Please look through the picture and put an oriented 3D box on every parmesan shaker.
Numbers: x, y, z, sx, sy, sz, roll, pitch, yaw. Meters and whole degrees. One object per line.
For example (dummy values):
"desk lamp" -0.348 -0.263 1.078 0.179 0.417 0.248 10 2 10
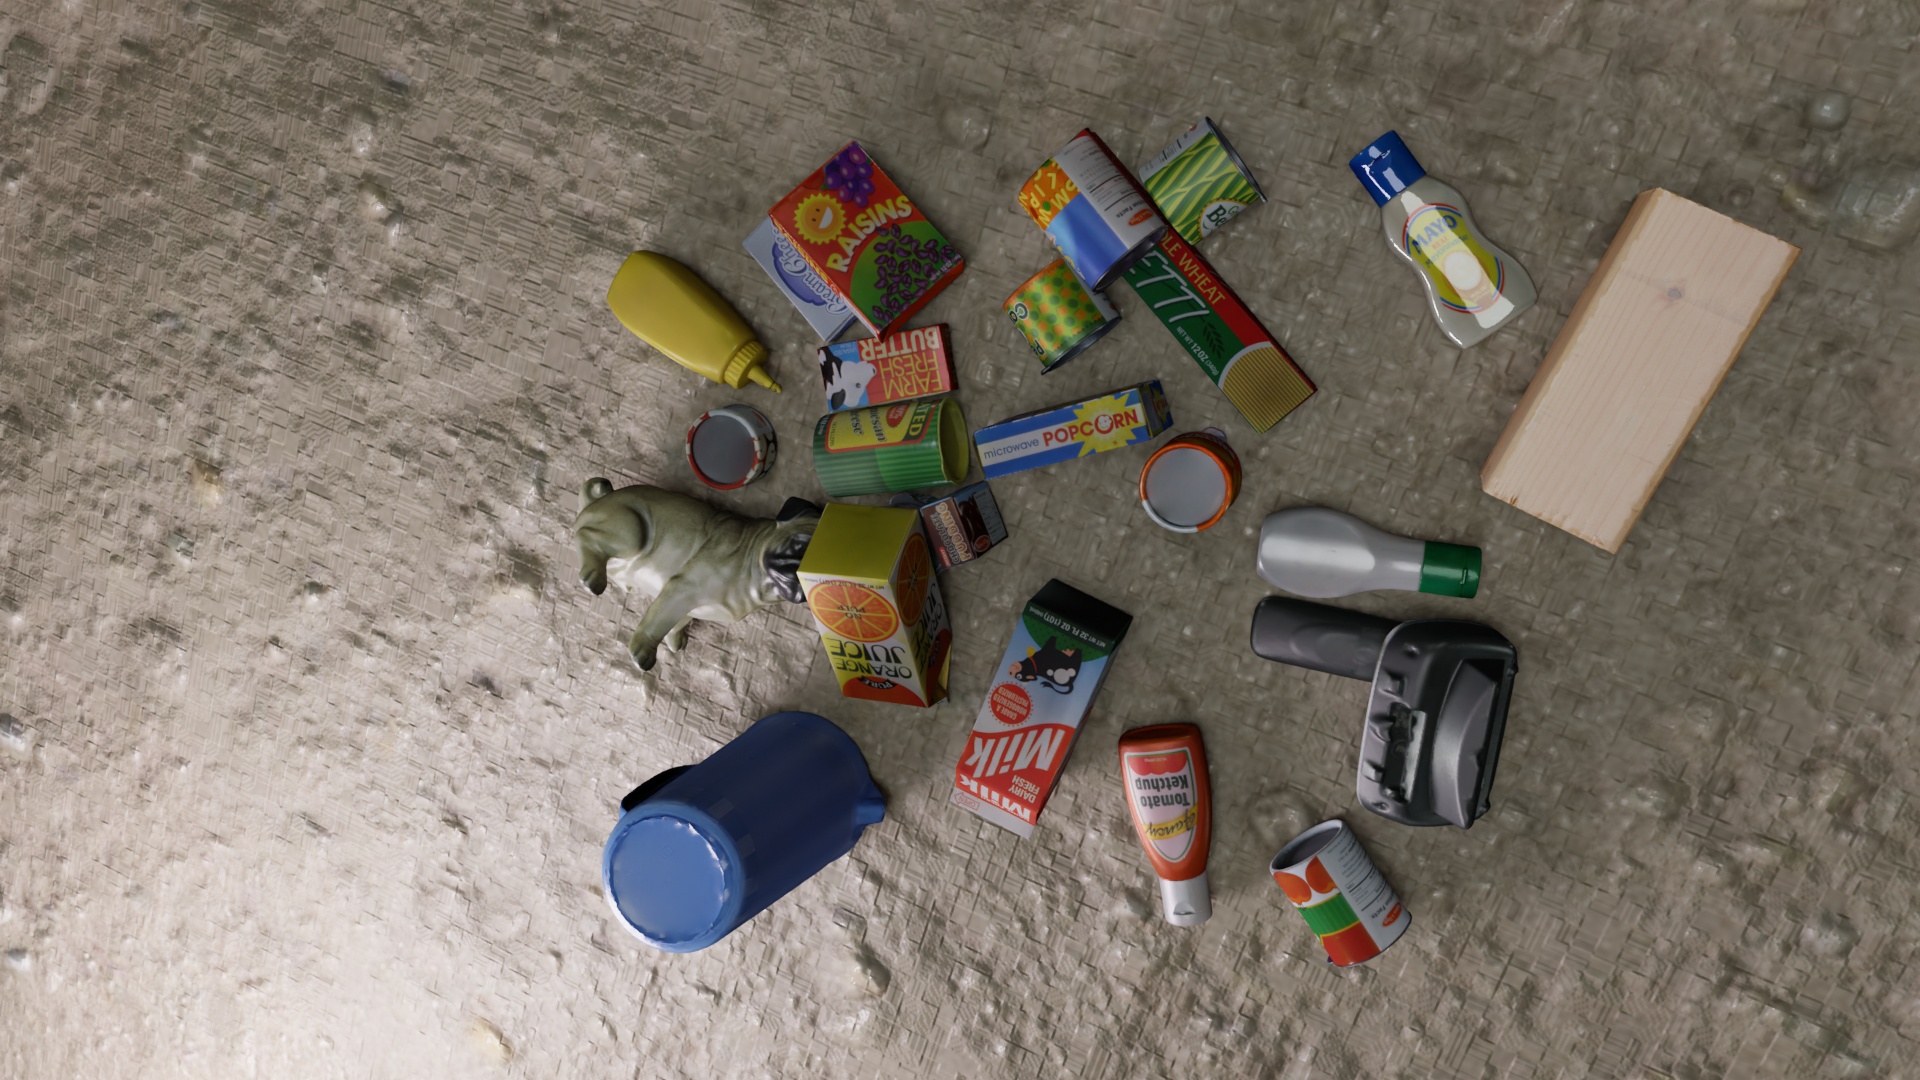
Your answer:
"parmesan shaker" -0.053 -0.068 1.050 0.103 0.071 0.071 -6 99 19

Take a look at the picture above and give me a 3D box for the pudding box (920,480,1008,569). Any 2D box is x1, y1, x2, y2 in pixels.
"pudding box" 0.004 -0.013 1.035 0.030 0.084 0.049 -19 95 21

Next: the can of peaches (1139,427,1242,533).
"can of peaches" 0.165 -0.044 0.991 0.071 0.058 0.071 4 102 18

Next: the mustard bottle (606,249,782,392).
"mustard bottle" -0.202 -0.162 1.092 0.160 0.049 0.065 38 110 7

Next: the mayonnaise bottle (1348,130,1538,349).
"mayonnaise bottle" 0.315 -0.202 0.921 0.064 0.041 0.148 -36 89 22

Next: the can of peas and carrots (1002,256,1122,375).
"can of peas and carrots" 0.071 -0.162 0.994 0.071 0.071 0.059 -36 88 21

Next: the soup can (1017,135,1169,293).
"soup can" 0.088 -0.221 0.947 0.071 0.071 0.084 -41 86 21

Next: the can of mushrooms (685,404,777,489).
"can of mushrooms" -0.184 -0.072 1.112 0.071 0.033 0.071 3 101 16

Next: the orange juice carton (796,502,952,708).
"orange juice carton" -0.058 0.063 1.050 0.072 0.073 0.191 5 139 17

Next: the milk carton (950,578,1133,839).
"milk carton" 0.056 0.133 1.052 0.072 0.074 0.190 25 107 12

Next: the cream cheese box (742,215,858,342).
"cream cheese box" -0.115 -0.209 1.068 0.053 0.024 0.104 -41 86 21

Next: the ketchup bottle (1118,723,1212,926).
"ketchup bottle" 0.162 0.215 1.050 0.064 0.044 0.148 -8 98 19

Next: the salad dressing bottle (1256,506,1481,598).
"salad dressing bottle" 0.285 0.013 0.972 0.148 0.044 0.064 8 101 15

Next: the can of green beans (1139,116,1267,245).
"can of green beans" 0.164 -0.245 0.949 0.057 0.071 0.071 -35 89 21

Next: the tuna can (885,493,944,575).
"tuna can" -0.035 -0.004 1.077 0.071 0.033 0.071 3 102 17

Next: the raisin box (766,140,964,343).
"raisin box" -0.069 -0.221 1.028 0.086 0.040 0.123 -42 86 -2

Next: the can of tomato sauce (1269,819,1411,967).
"can of tomato sauce" 0.274 0.256 1.010 0.071 0.071 0.083 -36 88 21

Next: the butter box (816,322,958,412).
"butter box" -0.055 -0.132 1.064 0.103 0.024 0.053 -8 98 19

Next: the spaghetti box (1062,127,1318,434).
"spaghetti box" 0.152 -0.184 0.984 0.050 0.029 0.250 -41 86 21

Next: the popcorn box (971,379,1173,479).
"popcorn box" 0.081 -0.080 0.997 0.126 0.085 0.038 -13 96 20
